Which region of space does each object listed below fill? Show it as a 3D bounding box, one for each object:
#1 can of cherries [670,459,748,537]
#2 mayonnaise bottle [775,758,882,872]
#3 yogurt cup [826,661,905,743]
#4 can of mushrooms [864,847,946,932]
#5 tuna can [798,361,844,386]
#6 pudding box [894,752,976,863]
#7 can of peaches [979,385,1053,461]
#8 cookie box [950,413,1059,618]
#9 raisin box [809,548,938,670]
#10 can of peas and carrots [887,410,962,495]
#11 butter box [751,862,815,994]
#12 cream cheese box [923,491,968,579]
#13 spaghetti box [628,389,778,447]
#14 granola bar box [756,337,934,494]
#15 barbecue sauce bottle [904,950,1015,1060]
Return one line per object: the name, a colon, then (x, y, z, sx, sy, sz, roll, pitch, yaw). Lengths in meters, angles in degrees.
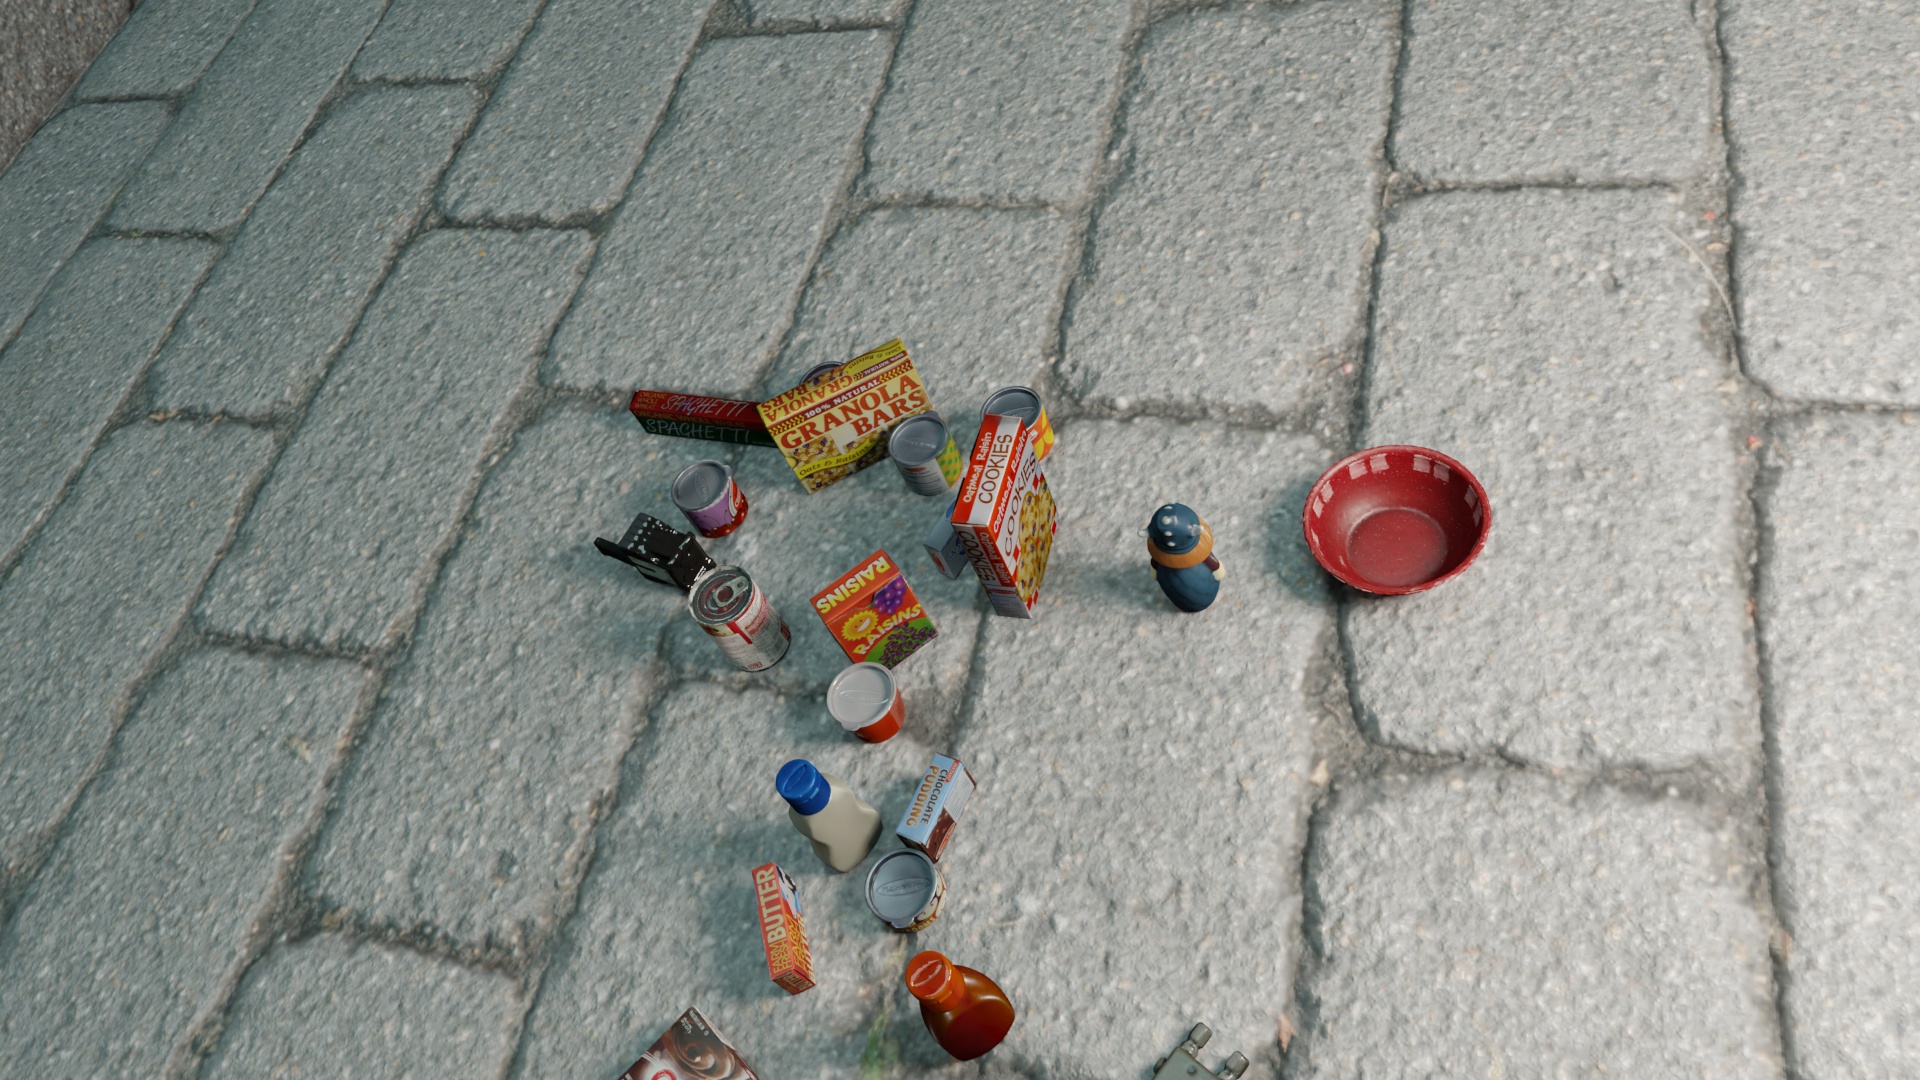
can of cherries: (-0.269, -0.045, 1.507, 0.071, 0.058, 0.072, -9, 55, 13)
mayonnaise bottle: (-0.117, 0.235, 1.206, 0.041, 0.147, 0.065, 29, 70, 32)
yogurt cup: (-0.086, 0.156, 1.309, 0.072, 0.053, 0.073, -9, 55, 13)
can of mushrooms: (-0.047, 0.306, 1.206, 0.071, 0.033, 0.071, -9, 55, 13)
tuna can: (-0.145, -0.165, 1.563, 0.071, 0.032, 0.071, -9, 55, 13)
pudding box: (-0.021, 0.237, 1.234, 0.030, 0.049, 0.084, 15, 63, 27)
can of peaches: (0.059, -0.116, 1.444, 0.071, 0.057, 0.071, -9, 55, 13)
cookie box: (0.045, -0.021, 1.315, 0.040, 0.166, 0.123, 4, 59, 22)
raisin box: (-0.081, 0.074, 1.320, 0.086, 0.123, 0.040, -35, 53, -6)
can of peas and carrots: (-0.035, -0.092, 1.459, 0.071, 0.058, 0.071, -9, 55, 13)
butter box: (-0.154, 0.337, 1.208, 0.024, 0.053, 0.104, -22, 53, 4)
cream cheese box: (0.005, -0.018, 1.398, 0.024, 0.053, 0.104, 21, 66, 30)
spaghetti box: (-0.261, -0.135, 1.571, 0.250, 0.050, 0.029, 8, 60, 23)
granola bar box: (-0.114, -0.130, 1.471, 0.165, 0.123, 0.039, -26, 53, 0)
barbecue sauce bottle: (-0.004, 0.360, 1.082, 0.065, 0.148, 0.044, -37, 53, -8)
